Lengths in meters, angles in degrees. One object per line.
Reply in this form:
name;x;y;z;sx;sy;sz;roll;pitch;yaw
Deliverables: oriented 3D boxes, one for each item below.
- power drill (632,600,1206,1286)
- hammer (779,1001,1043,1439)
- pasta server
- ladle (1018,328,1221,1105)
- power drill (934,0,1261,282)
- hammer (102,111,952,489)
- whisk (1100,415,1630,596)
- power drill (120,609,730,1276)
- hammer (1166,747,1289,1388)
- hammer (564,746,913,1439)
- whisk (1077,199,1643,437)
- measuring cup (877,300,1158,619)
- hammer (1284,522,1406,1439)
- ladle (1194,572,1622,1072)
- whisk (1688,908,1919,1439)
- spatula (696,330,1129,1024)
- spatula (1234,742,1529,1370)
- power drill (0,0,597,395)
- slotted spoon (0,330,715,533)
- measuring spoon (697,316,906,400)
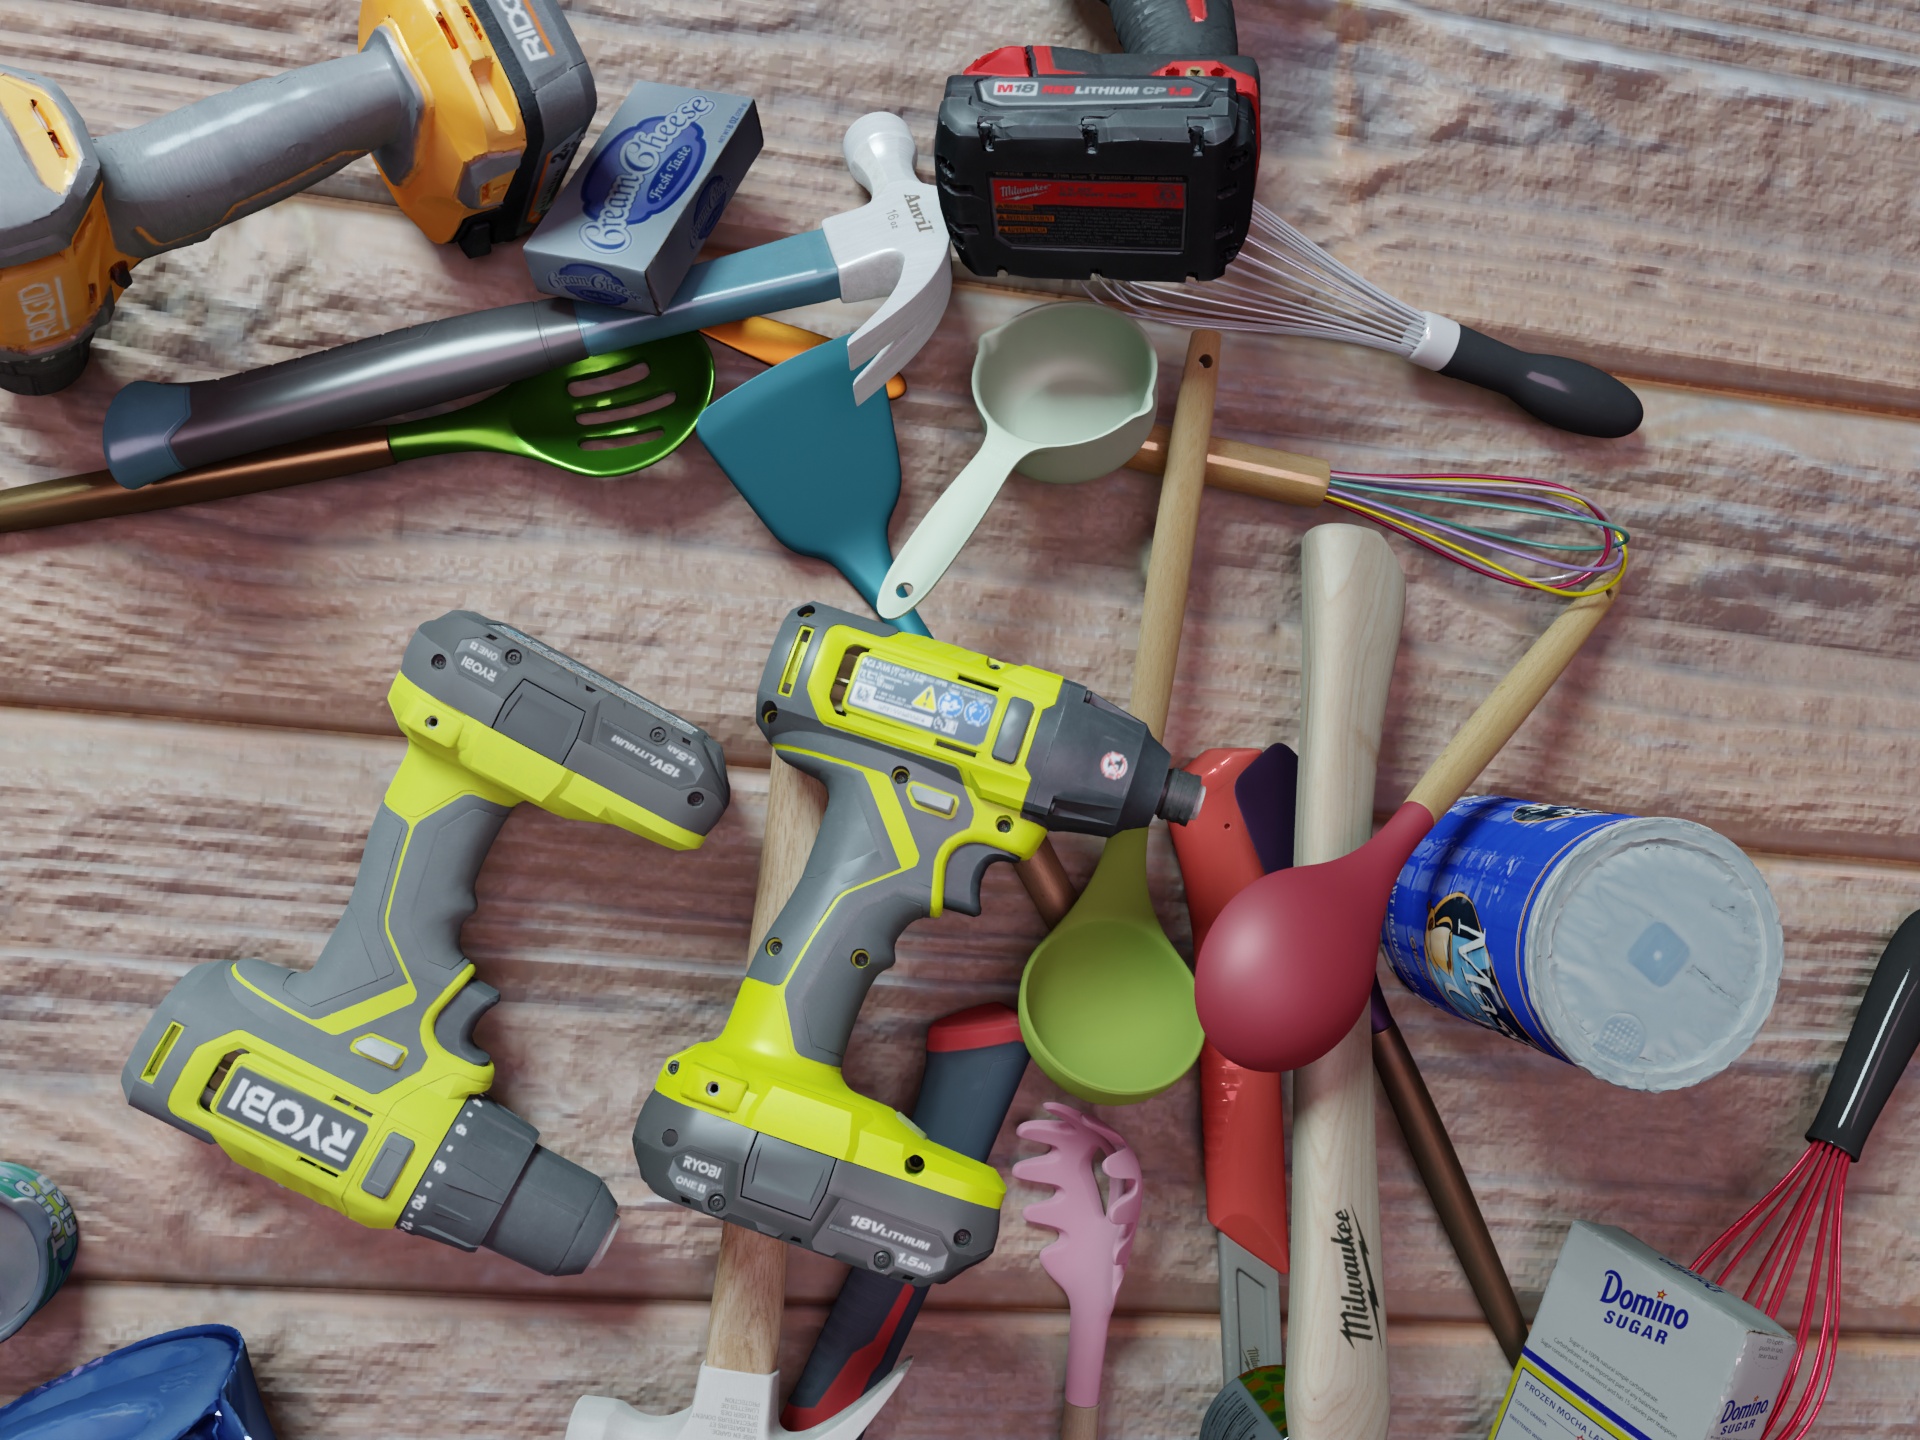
power drill;-0.016;0.083;0.593;0.171;0.080;0.223;18;79;4
hammer;-0.045;0.304;0.665;0.143;0.038;0.386;26;87;-10
pasta server;0.044;0.319;0.680;0.040;0.060;0.316;3;94;-41
ladle;0.080;-0.004;0.649;0.078;0.062;0.320;9;89;-8
power drill;0.055;-0.282;0.622;0.143;0.078;0.220;4;65;9
hammer;-0.161;-0.150;0.617;0.331;0.033;0.128;-16;59;-6
whisk;0.179;-0.096;0.694;0.245;0.051;0.047;11;95;-6
power drill;-0.184;0.091;0.621;0.190;0.080;0.228;29;89;-7
hammer;0.133;0.191;0.693;0.149;0.037;0.359;-3;92;-9
hammer;-0.072;0.142;0.640;0.130;0.031;0.331;6;83;5
whisk;0.175;-0.175;0.689;0.284;0.070;0.070;16;88;-14
measuring cup;0.020;-0.098;0.648;0.083;0.038;0.167;29;72;23
hammer;0.140;0.115;0.626;0.146;0.038;0.411;13;72;-27
ladle;0.198;0.025;0.646;0.315;0.031;0.069;-41;99;-32
whisk;0.390;0.213;0.726;0.073;0.073;0.296;33;79;-8
spatula;-0.001;-0.002;0.665;0.082;0.044;0.317;-30;96;-13
spatula;0.193;0.153;0.696;0.060;0.018;0.316;-34;104;-40
power drill;-0.261;-0.189;0.575;0.226;0.185;0.084;-30;96;-27
slotted spoon;-0.252;-0.107;0.631;0.313;0.031;0.070;-12;75;-7
measuring spoon;-0.077;-0.159;0.666;0.117;0.011;0.021;18;88;-9
